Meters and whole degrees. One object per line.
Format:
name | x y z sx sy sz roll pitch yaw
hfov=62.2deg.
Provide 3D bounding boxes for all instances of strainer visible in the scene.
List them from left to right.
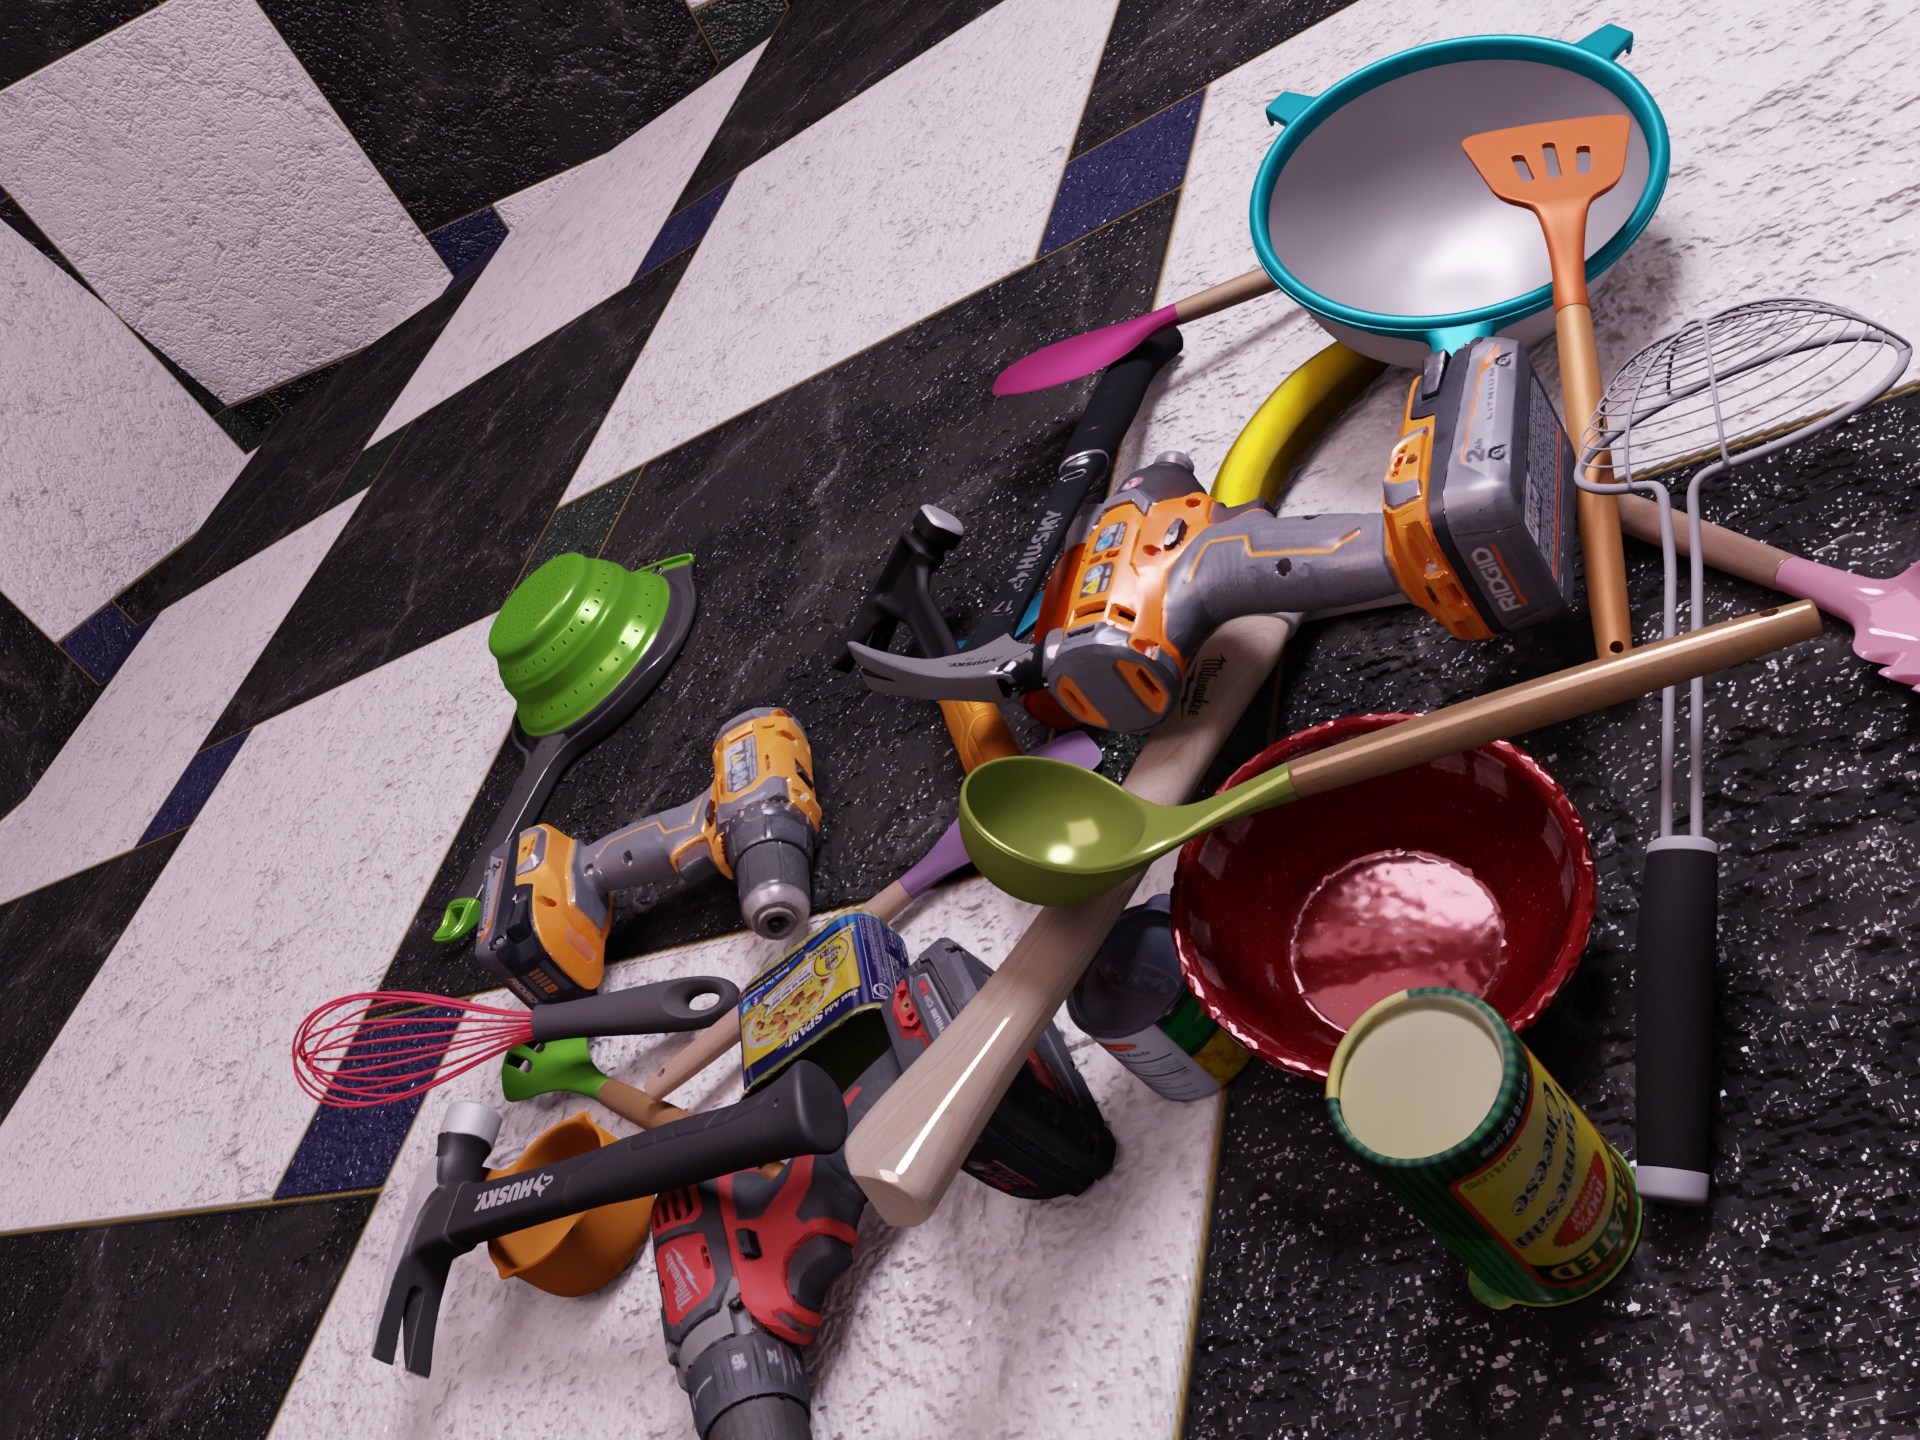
strainer | 0.263 -0.208 0.834 0.211 0.095 0.341 -5 60 19

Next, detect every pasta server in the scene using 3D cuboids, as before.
pasta server | 0.322 -0.073 0.666 0.060 0.040 0.316 -55 31 7

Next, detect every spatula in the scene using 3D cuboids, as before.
spatula | -0.051 0.109 0.886 0.316 0.018 0.060 -39 28 1
spatula | 0.284 -0.162 0.732 0.081 0.041 0.323 -4 67 15

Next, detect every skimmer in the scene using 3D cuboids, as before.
skimmer | 0.286 -0.002 0.595 0.127 0.090 0.363 -12 62 49

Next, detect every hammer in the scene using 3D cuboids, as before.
hammer | -0.178 0.228 0.777 0.335 0.035 0.146 -25 40 36
hammer | -0.001 -0.003 0.910 0.127 0.034 0.337 -59 29 20
hammer | 0.064 -0.140 0.954 0.149 0.036 0.409 -4 36 27
hammer | 0.081 0.050 0.701 0.146 0.038 0.411 -9 31 42

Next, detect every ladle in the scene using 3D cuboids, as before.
ladle | 0.146 0.004 0.595 0.320 0.062 0.078 -20 22 22

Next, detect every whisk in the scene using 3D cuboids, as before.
whisk | -0.271 0.187 0.960 0.296 0.073 0.073 -10 42 12

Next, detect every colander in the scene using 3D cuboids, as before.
colander | -0.351 -0.008 1.292 0.204 0.094 0.397 -13 45 40

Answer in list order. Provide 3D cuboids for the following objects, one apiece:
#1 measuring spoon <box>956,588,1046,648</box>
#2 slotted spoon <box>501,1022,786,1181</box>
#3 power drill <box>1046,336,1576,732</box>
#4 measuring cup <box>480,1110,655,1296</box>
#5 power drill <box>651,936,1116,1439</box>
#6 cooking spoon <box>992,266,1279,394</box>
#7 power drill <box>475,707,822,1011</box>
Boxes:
measuring spoon | 0.031 -0.064 0.994 0.128 0.021 0.042 -41 33 7
slotted spoon | -0.191 0.221 0.925 0.314 0.031 0.070 6 51 49
power drill | 0.153 -0.089 0.722 0.226 0.084 0.164 -15 41 36
measuring cup | -0.238 0.274 0.896 0.173 0.052 0.095 -11 46 44
power drill | -0.043 0.229 0.706 0.226 0.080 0.188 -43 35 9
cooking spoon | 0.165 -0.273 1.027 0.319 0.017 0.069 -17 30 20
power drill | -0.188 0.102 0.995 0.226 0.084 0.186 -28 36 9
